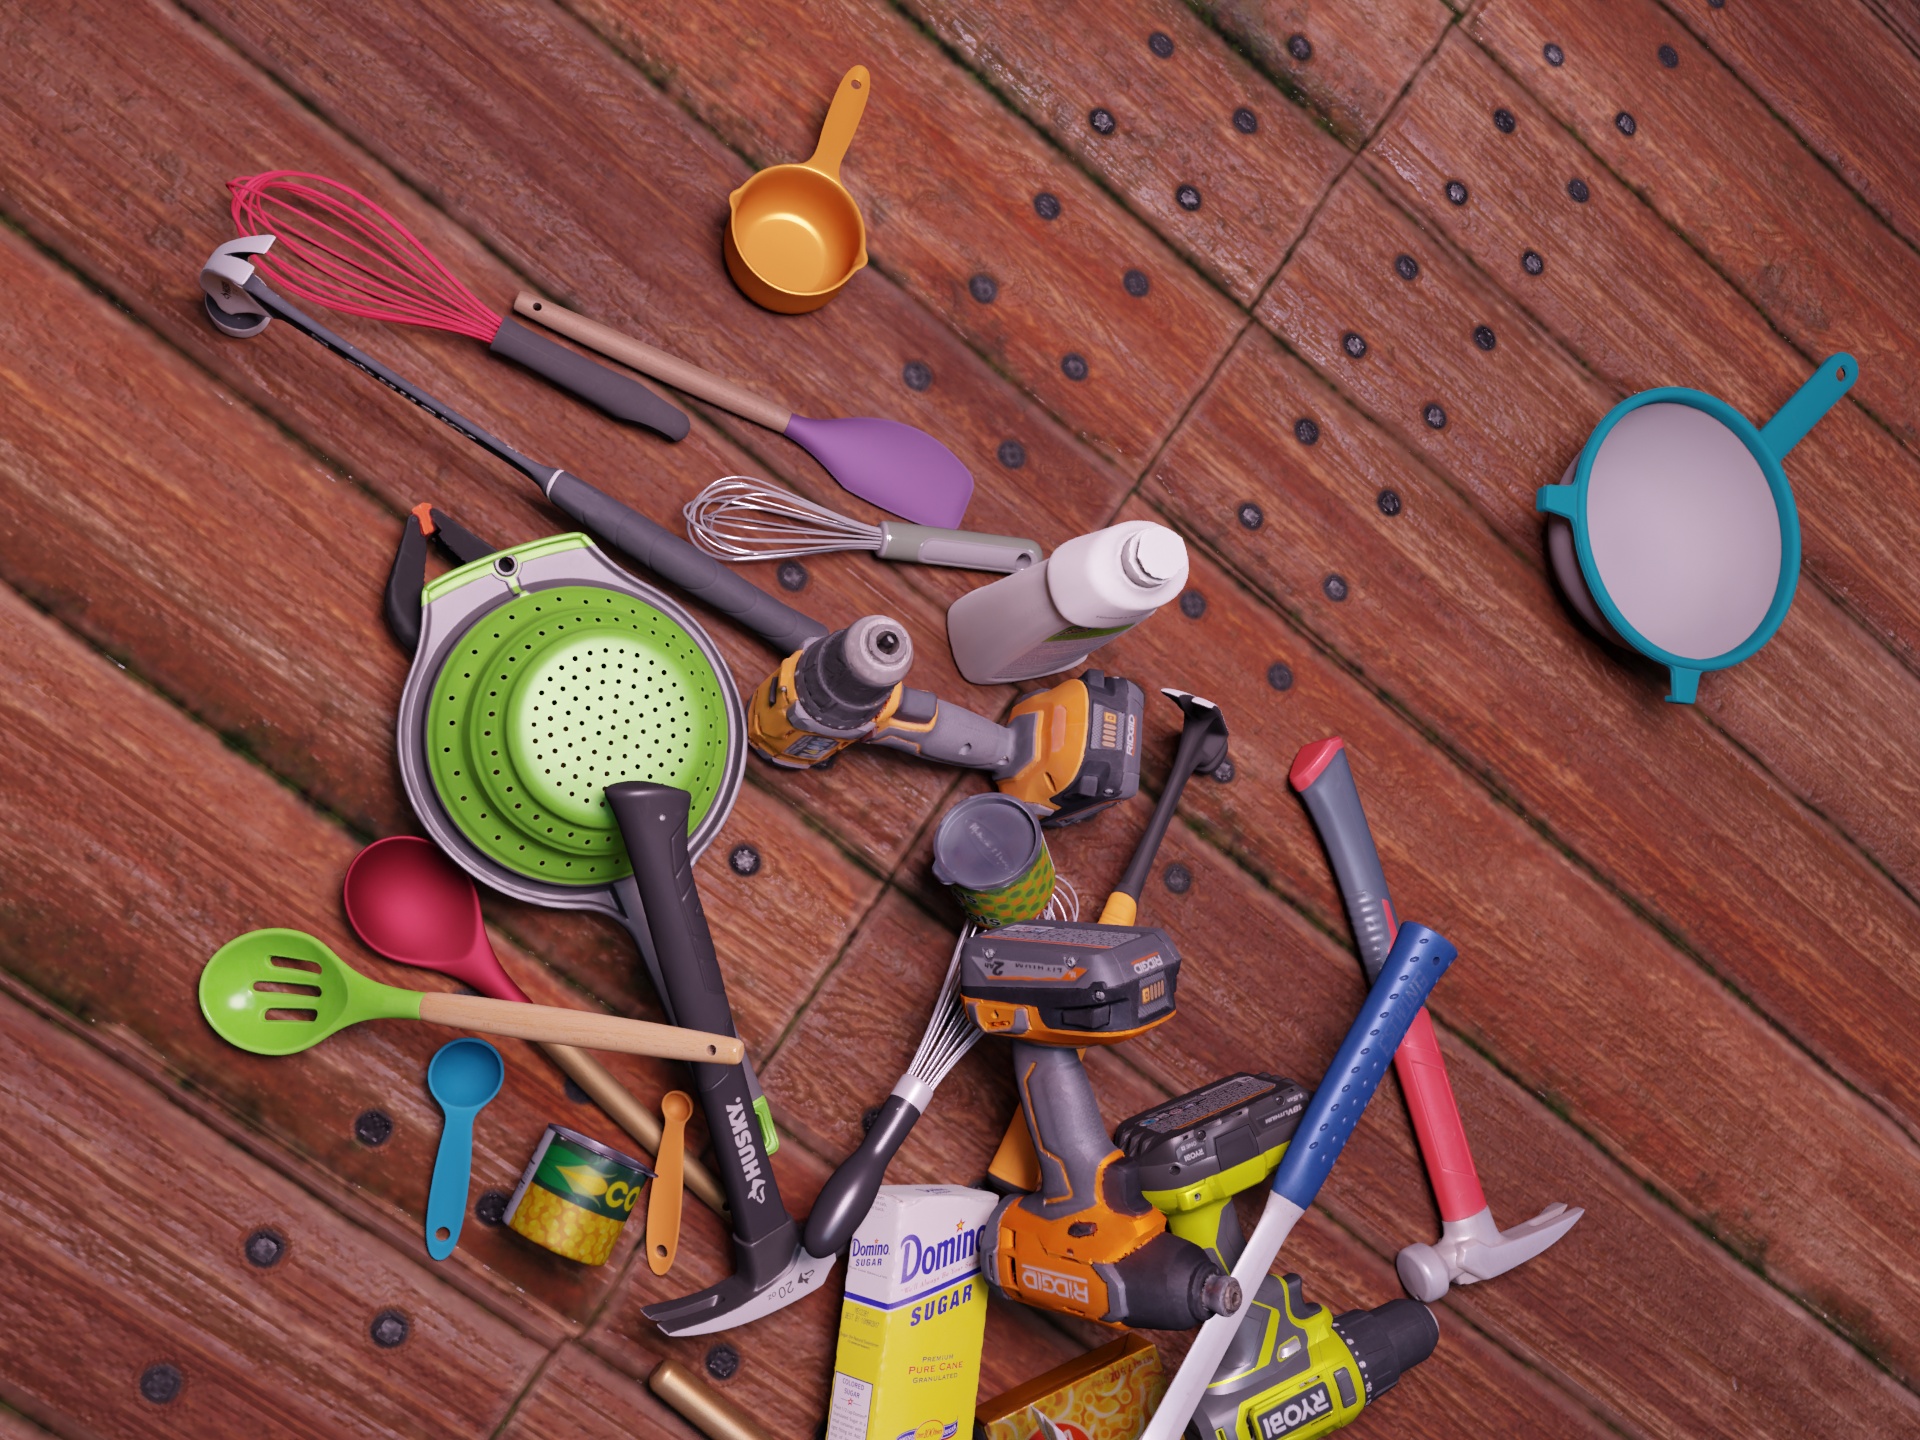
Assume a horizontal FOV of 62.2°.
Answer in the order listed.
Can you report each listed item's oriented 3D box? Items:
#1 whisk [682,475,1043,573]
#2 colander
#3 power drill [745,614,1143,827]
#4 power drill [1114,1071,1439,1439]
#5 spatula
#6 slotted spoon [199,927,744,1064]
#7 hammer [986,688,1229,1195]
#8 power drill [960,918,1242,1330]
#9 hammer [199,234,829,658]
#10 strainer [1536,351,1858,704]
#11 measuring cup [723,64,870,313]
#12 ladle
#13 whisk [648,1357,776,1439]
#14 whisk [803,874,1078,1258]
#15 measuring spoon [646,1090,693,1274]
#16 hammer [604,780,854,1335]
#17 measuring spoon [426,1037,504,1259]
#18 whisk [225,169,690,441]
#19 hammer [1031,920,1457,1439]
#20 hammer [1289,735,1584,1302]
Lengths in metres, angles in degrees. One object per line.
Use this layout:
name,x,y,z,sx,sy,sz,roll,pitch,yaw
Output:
whisk,-0.058,-0.118,1.031,0.246,0.059,0.057,4,120,-22
colander,-0.180,0.082,0.917,0.204,0.094,0.397,-24,97,-25
power drill,-0.002,-0.003,0.962,0.226,0.185,0.084,12,70,-20
power drill,0.207,0.353,1.039,0.190,0.080,0.228,-17,91,-20
spatula,-0.135,-0.206,1.031,0.315,0.018,0.060,22,83,-15
slotted spoon,-0.267,0.161,0.863,0.314,0.031,0.070,5,86,13
hammer,0.094,0.143,1.021,0.034,0.127,0.337,21,80,19
power drill,0.081,0.235,0.909,0.084,0.164,0.226,-10,96,-48
hammer,-0.252,-0.150,0.938,0.408,0.149,0.036,32,79,-19
strainer,0.564,-0.175,1.221,0.340,0.095,0.211,-40,99,-21
measuring cup,-0.098,-0.348,1.047,0.095,0.052,0.174,22,74,-14
ladle,-0.238,0.189,0.939,0.069,0.031,0.315,-45,99,-14
whisk,-0.085,0.459,0.944,0.245,0.047,0.051,41,74,-6
whisk,-0.014,0.202,0.972,0.070,0.070,0.285,41,61,-9
measuring spoon,-0.171,0.273,0.942,0.021,0.011,0.117,11,100,17
hammer,-0.144,0.189,0.894,0.146,0.035,0.334,-24,111,-34
measuring spoon,-0.293,0.246,0.921,0.042,0.021,0.128,9,89,-18
whisk,-0.298,-0.244,0.962,0.295,0.073,0.073,26,75,-19
hammer,0.192,0.302,0.977,0.144,0.035,0.405,36,76,-15
hammer,0.322,0.195,1.118,0.143,0.038,0.386,-16,88,-21
